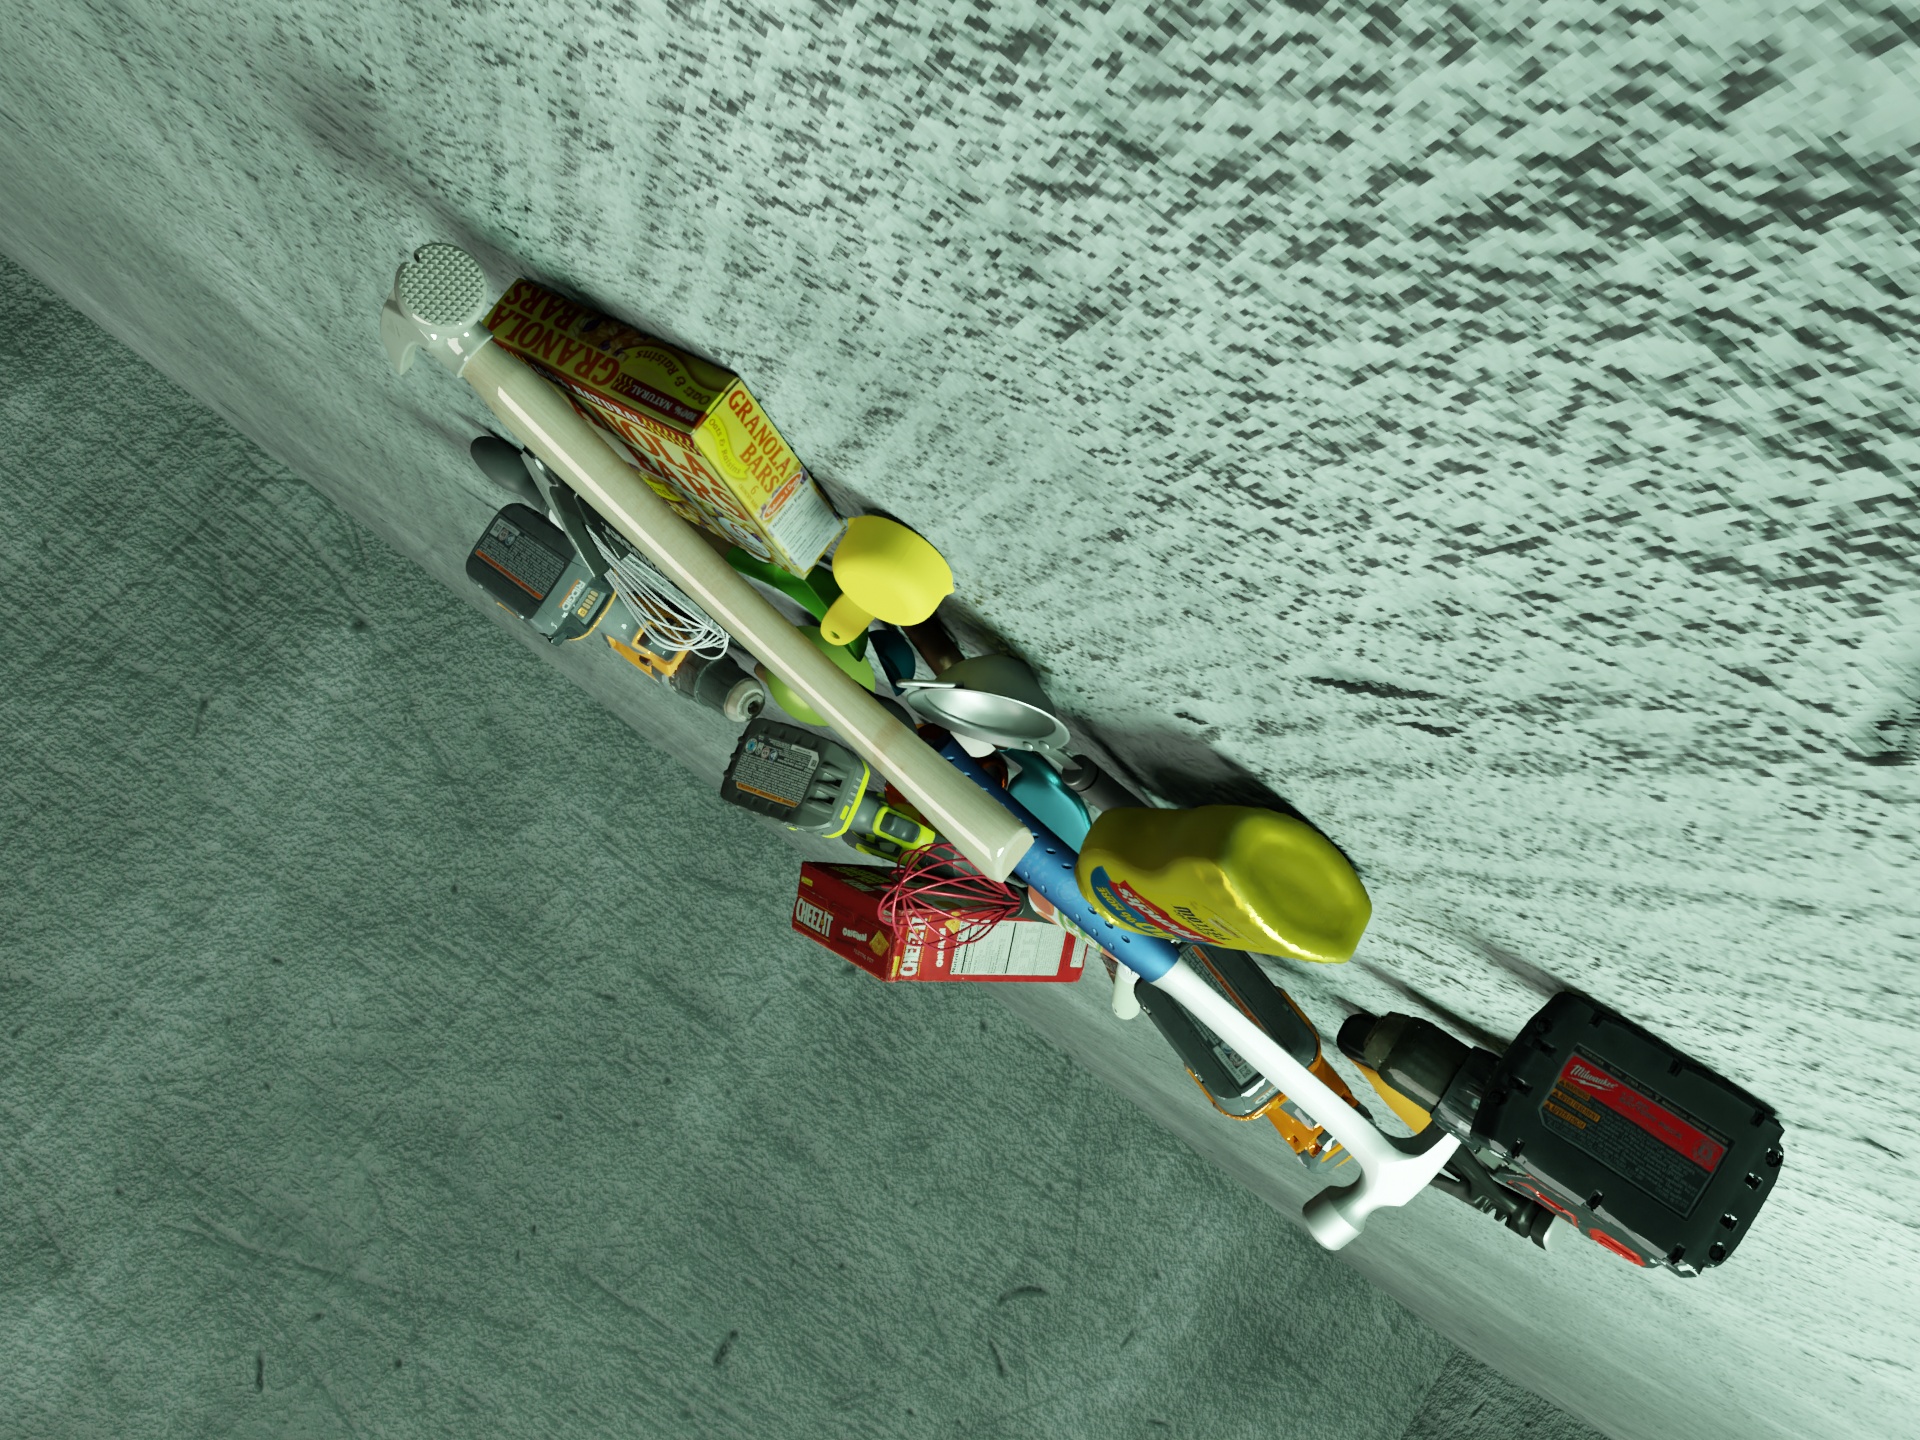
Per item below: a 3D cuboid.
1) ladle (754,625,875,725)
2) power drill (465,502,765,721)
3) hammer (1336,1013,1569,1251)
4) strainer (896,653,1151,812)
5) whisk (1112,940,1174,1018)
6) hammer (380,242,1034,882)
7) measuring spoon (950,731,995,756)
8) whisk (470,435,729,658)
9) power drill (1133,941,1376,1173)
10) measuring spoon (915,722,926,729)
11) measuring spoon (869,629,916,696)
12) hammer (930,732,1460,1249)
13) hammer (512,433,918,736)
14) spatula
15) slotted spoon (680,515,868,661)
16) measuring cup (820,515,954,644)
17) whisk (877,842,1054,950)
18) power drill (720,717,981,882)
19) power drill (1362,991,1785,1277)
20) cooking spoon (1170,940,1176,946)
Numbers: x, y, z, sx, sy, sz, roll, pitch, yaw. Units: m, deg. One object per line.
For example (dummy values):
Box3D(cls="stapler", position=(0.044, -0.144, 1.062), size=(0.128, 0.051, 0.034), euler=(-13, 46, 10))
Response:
Box3D(cls="ladle", position=(-0.125, -0.039, 1.192), size=(0.078, 0.062, 0.320), euler=(36, 176, -14))
Box3D(cls="power drill", position=(-0.272, -0.077, 1.308), size=(0.185, 0.084, 0.226), euler=(32, 178, 34))
Box3D(cls="hammer", position=(0.334, 0.288, 1.137), size=(0.127, 0.034, 0.336), euler=(24, 163, 45))
Box3D(cls="strainer", position=(0.059, 0.023, 0.859), size=(0.087, 0.050, 0.258), euler=(-1, 150, 45))
Box3D(cls="whisk", position=(0.134, 0.188, 1.224), size=(0.246, 0.059, 0.058), euler=(85, 173, -64))
Box3D(cls="hammer", position=(-0.119, -0.062, 0.798), size=(0.410, 0.038, 0.146), euler=(44, 165, -16))
Box3D(cls="measuring spoon", position=(-0.002, -0.003, 0.990), size=(0.034, 0.018, 0.124), euler=(32, 168, 20))
Box3D(cls="whisk", position=(-0.270, -0.136, 1.176), size=(0.285, 0.070, 0.070), euler=(37, 170, 22))
Box3D(cls="power drill", position=(0.203, 0.223, 1.123), size=(0.164, 0.084, 0.226), euler=(52, -176, 36))
Box3D(cls="measuring spoon", position=(-0.023, 0.018, 1.176), size=(0.021, 0.011, 0.117), euler=(35, 173, 9))
Box3D(cls="measuring spoon", position=(-0.033, -0.033, 0.899), size=(0.129, 0.021, 0.042), euler=(-139, 24, -81))
Box3D(cls="hammer", position=(0.134, 0.150, 0.946), size=(0.405, 0.144, 0.035), euler=(41, -160, -9))
Box3D(cls="hammer", position=(-0.149, -0.072, 0.963), size=(0.335, 0.035, 0.146), euler=(37, 159, 27))
Box3D(cls="spatula", position=(0.013, 0.008, 0.928), size=(0.082, 0.044, 0.317), euler=(15, 158, 33))
Box3D(cls="slotted spoon", position=(-0.156, -0.112, 0.991), size=(0.314, 0.031, 0.070), euler=(30, 160, 39))
Box3D(cls="measuring cup", position=(-0.051, -0.057, 0.807), size=(0.062, 0.029, 0.156), euler=(35, 156, -8))
Box3D(cls="whisk", position=(0.027, 0.126, 1.112), size=(0.073, 0.073, 0.295), euler=(31, -174, 27))
Box3D(cls="power drill", position=(-0.080, 0.079, 1.360), size=(0.171, 0.080, 0.223), euler=(15, 170, 41))
Box3D(cls="power drill", position=(0.292, 0.198, 0.795), size=(0.188, 0.080, 0.226), euler=(33, 171, 19))
Box3D(cls="cooking spoon", position=(0.181, 0.195, 1.261), size=(0.318, 0.017, 0.069), euler=(39, 165, -13))
